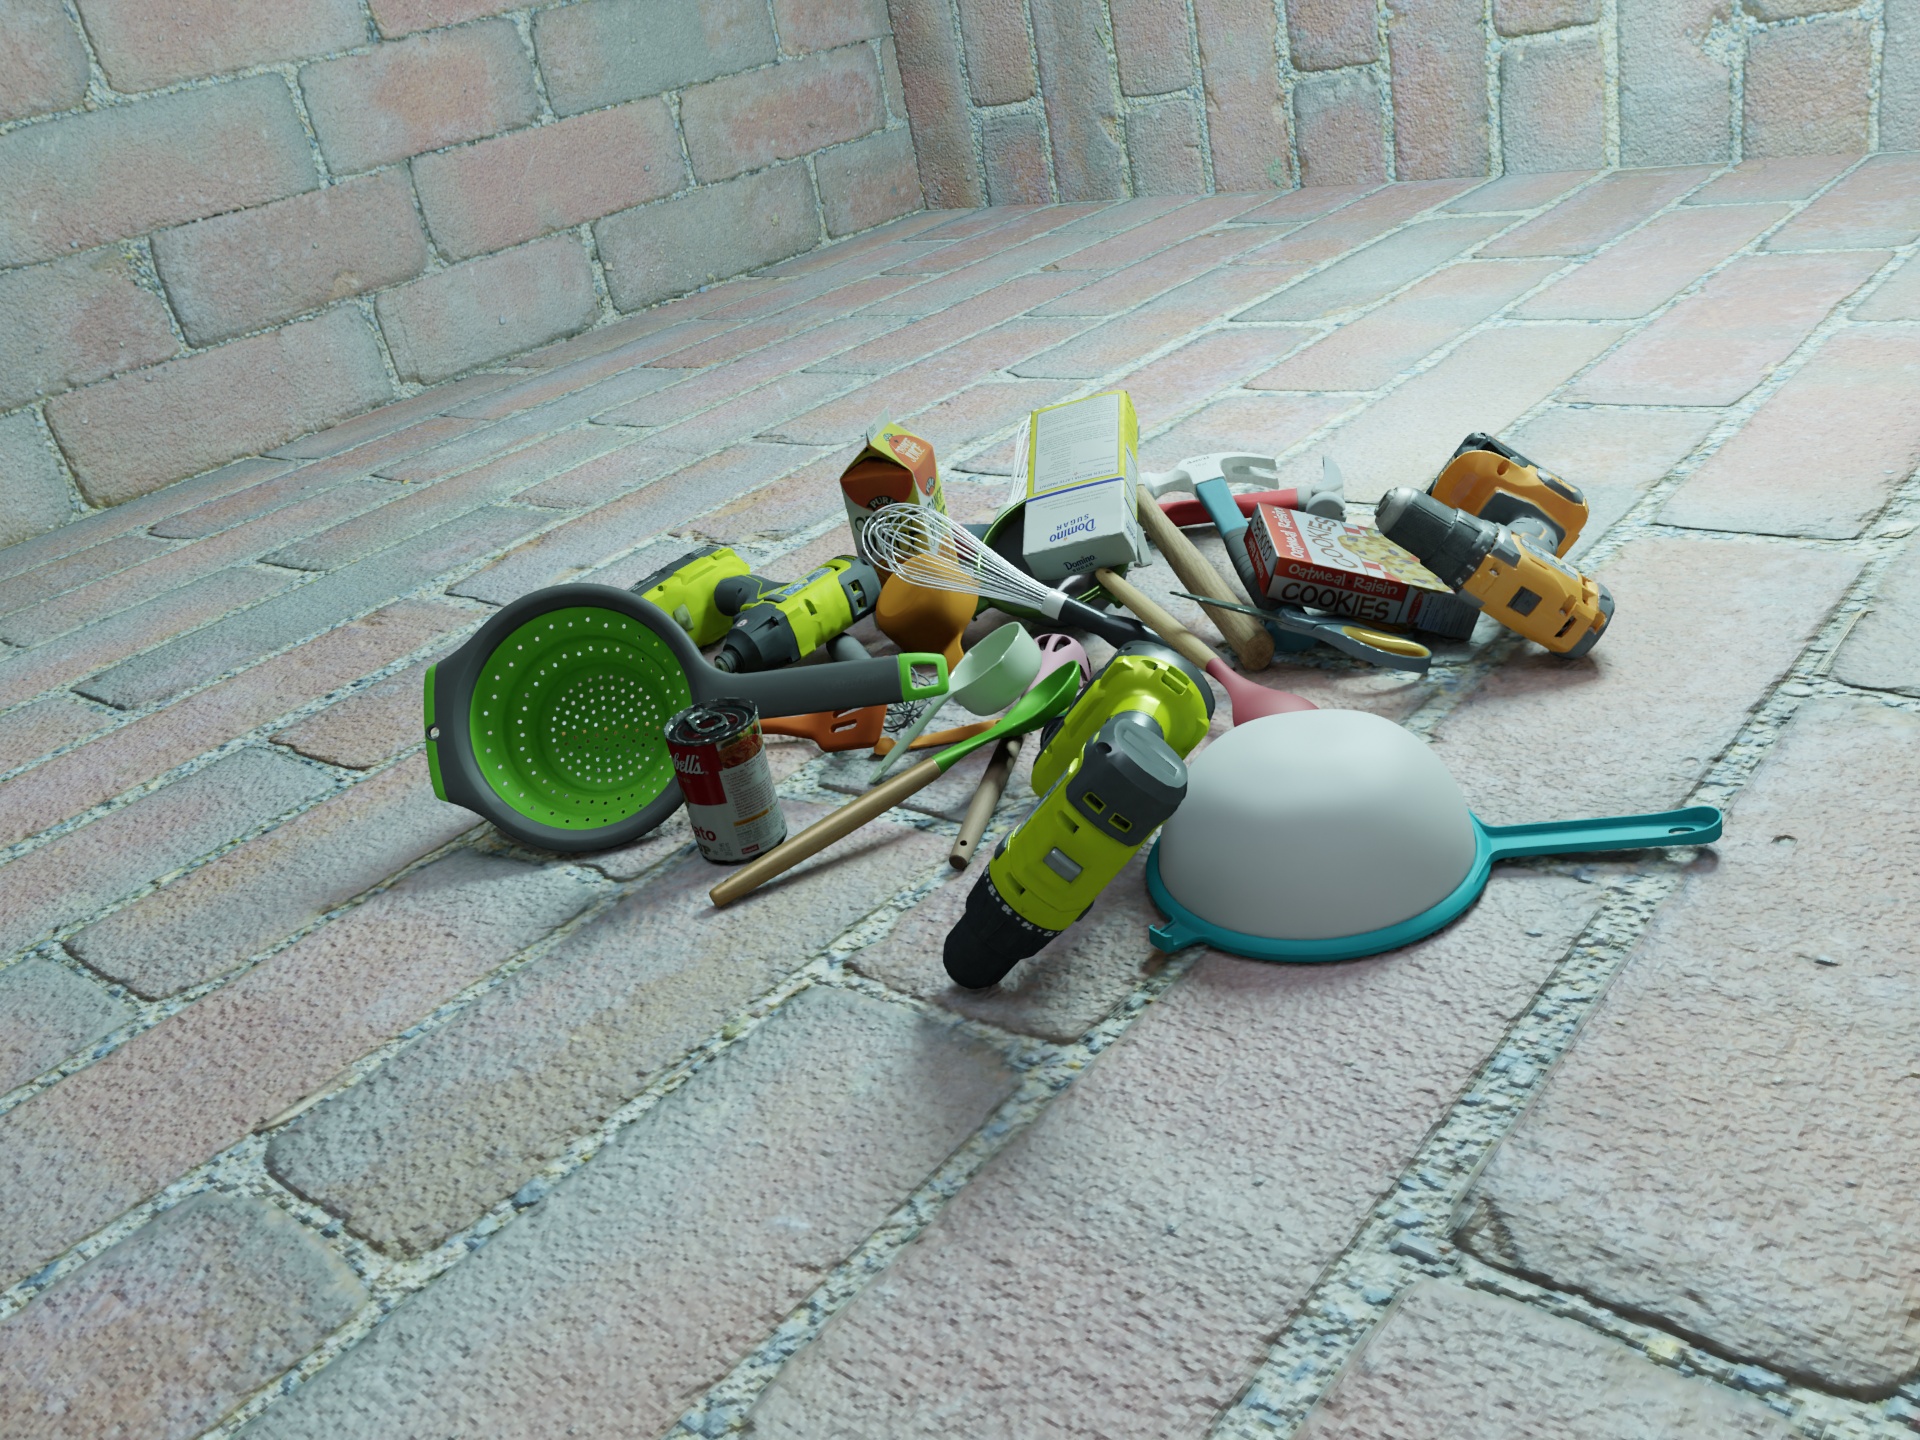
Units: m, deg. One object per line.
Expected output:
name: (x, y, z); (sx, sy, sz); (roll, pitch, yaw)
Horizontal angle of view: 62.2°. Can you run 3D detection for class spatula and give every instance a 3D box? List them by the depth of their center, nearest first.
spatula: (-0.198, 0.001, 1.309); (0.322, 0.041, 0.081); (-4, 61, 22)

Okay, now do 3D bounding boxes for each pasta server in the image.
pasta server: (0.042, 0.016, 1.197); (0.060, 0.040, 0.316); (6, 35, 15)

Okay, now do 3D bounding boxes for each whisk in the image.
whisk: (0.048, -0.108, 1.317); (0.284, 0.070, 0.070); (25, 35, 9)
whisk: (-0.075, -0.041, 1.342); (0.055, 0.055, 0.239); (-19, 23, -15)
whisk: (0.052, -0.210, 1.548); (0.058, 0.059, 0.246); (-4, 50, 34)

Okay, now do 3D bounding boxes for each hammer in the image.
hammer: (0.192, -0.140, 1.378); (0.031, 0.130, 0.332); (-11, 36, -11)
hammer: (0.247, -0.154, 1.399); (0.128, 0.033, 0.331); (-16, 34, 2)
hammer: (0.182, -0.205, 1.576); (0.386, 0.038, 0.143); (-5, 25, 13)

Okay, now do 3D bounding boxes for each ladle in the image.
ladle: (0.182, -0.052, 1.220); (0.069, 0.031, 0.316); (-15, 33, -19)

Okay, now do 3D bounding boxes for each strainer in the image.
strainer: (0.275, 0.045, 0.961); (0.340, 0.095, 0.211); (-6, 26, 15)
strainer: (0.102, -0.176, 1.448); (0.151, 0.069, 0.257); (-4, 52, 23)

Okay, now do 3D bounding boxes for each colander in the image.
colander: (-0.206, -0.008, 1.239); (0.397, 0.204, 0.094); (-7, -7, 0)

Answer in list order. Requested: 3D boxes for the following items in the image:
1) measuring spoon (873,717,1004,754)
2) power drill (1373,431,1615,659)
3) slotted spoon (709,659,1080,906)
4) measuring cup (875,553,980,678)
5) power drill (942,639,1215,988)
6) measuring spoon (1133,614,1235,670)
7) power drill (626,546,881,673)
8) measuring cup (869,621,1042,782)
measuring spoon: (-0.012, 0.009, 1.250); (0.117, 0.011, 0.021); (-11, 26, -3)
power drill: (0.409, -0.150, 1.239); (0.185, 0.084, 0.226); (30, 32, -1)
slotted spoon: (-0.039, 0.046, 1.127); (0.314, 0.031, 0.070); (-31, 8, -15)
measuring cup: (-0.026, -0.078, 1.359); (0.095, 0.052, 0.174); (-42, 33, 18)
power drill: (0.074, 0.055, 0.979); (0.080, 0.190, 0.228); (38, 27, 0)
measuring spoon: (0.185, -0.061, 1.314); (0.034, 0.018, 0.124); (-12, 30, -27)
power drill: (-0.202, -0.096, 1.446); (0.223, 0.080, 0.171); (10, 36, 46)
measuring cup: (-0.002, -0.004, 1.219); (0.167, 0.038, 0.083); (-47, 17, -6)
